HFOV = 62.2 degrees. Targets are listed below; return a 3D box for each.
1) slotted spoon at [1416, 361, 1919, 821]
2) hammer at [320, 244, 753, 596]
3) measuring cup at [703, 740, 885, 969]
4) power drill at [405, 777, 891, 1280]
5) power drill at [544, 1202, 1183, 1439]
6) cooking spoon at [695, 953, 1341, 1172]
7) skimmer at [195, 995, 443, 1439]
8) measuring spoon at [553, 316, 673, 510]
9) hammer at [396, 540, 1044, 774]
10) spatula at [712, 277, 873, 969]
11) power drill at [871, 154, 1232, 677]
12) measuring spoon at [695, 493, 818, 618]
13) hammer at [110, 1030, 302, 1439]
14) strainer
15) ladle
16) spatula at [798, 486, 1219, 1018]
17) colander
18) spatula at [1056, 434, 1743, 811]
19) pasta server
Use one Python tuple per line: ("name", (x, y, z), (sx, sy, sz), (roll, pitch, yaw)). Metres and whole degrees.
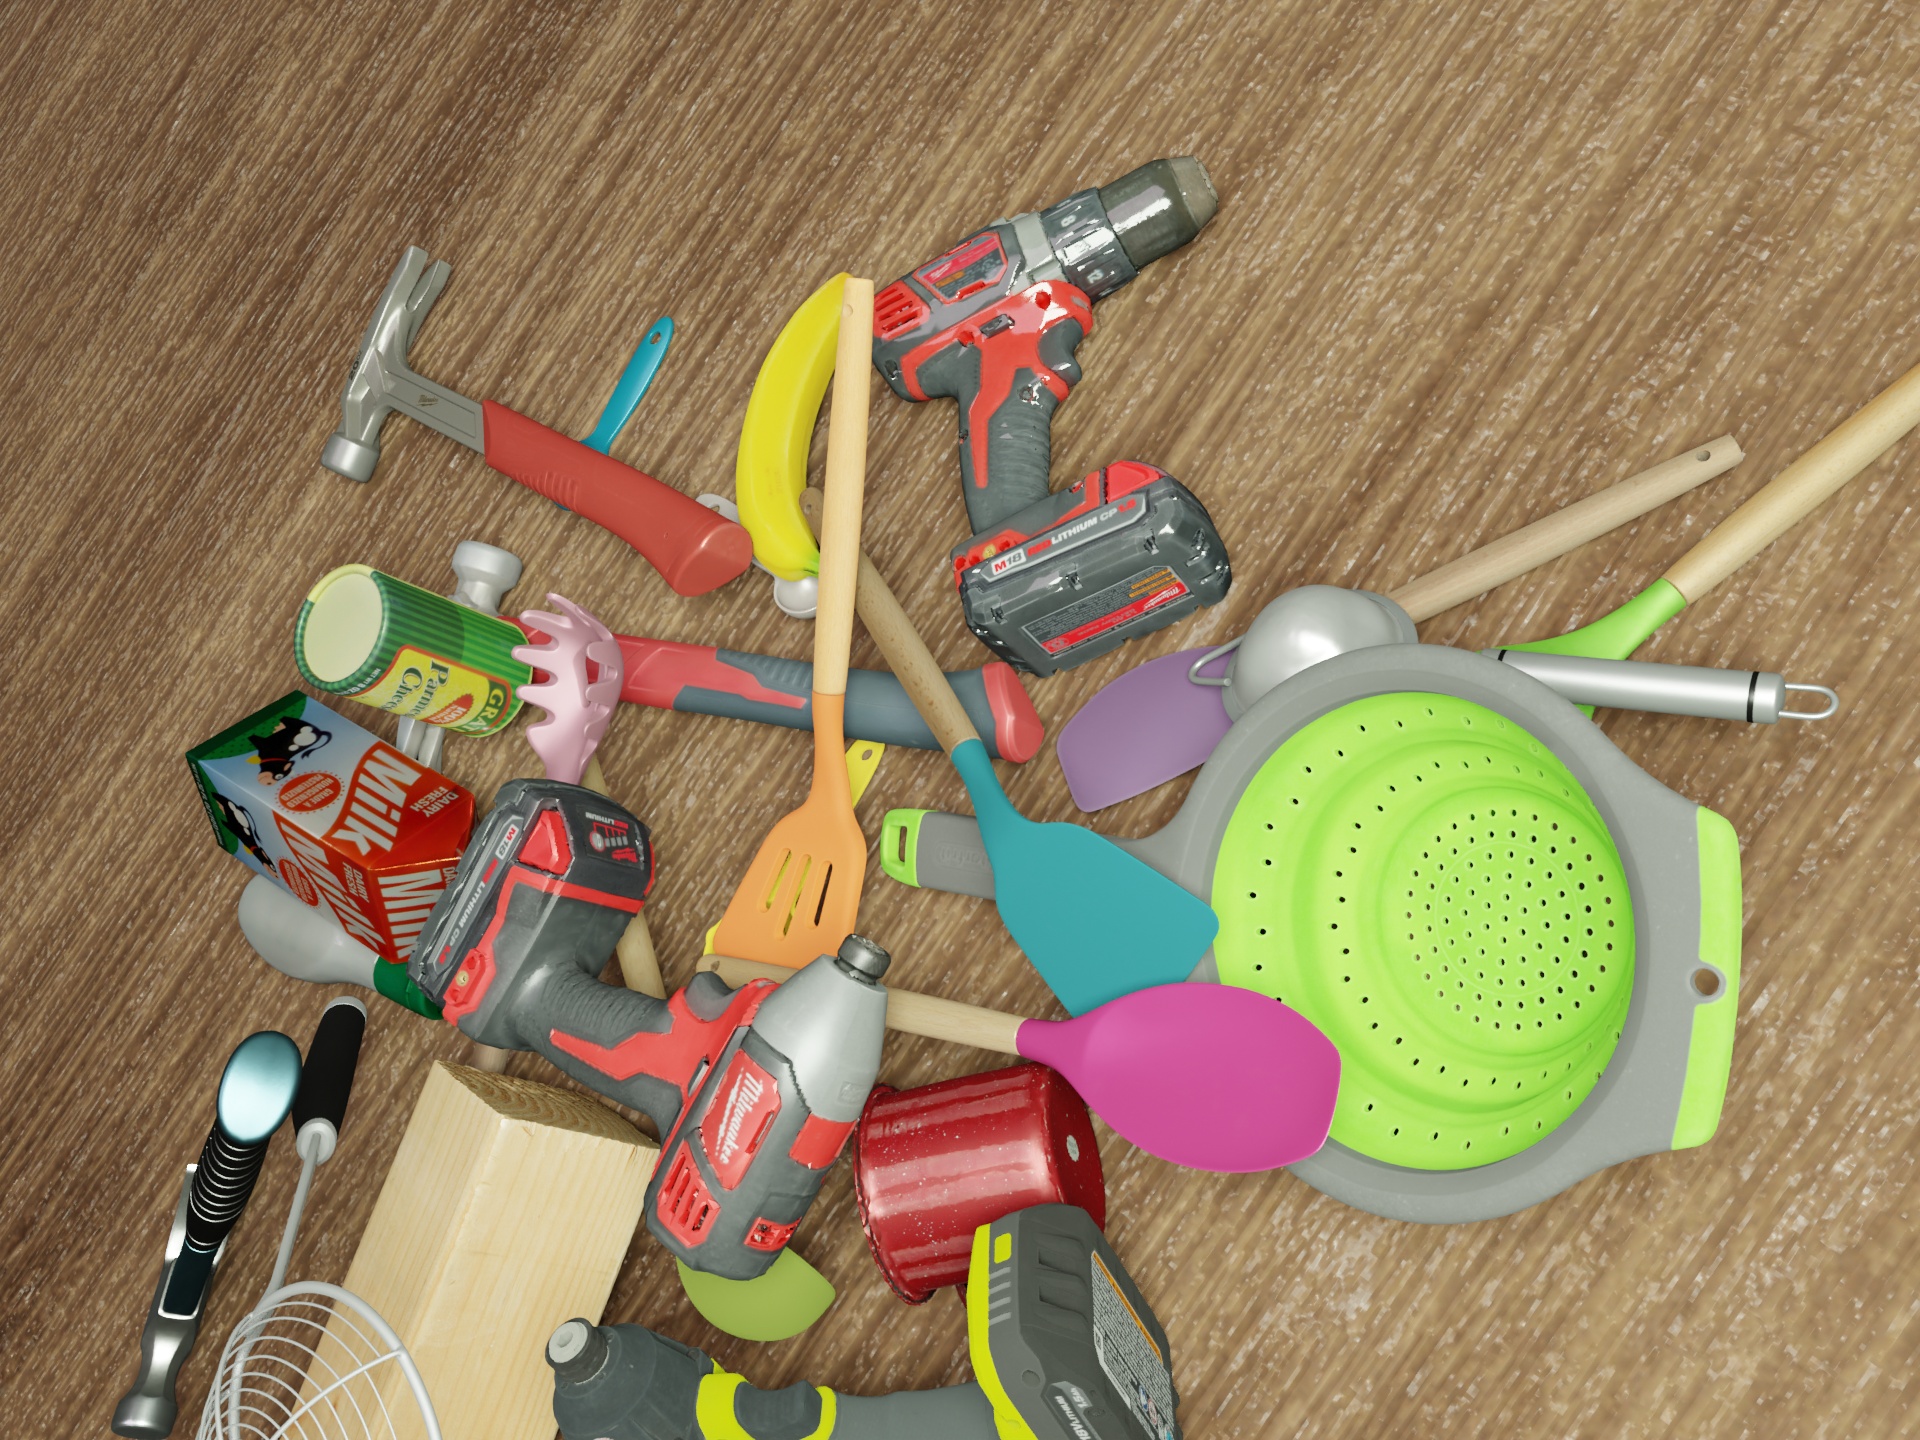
("slotted spoon", (0.306, -0.070, 0.640), (0.314, 0.031, 0.070), (-40, 58, 8))
("hammer", (-0.241, -0.161, 0.901), (0.359, 0.036, 0.149), (28, 94, 36))
("measuring cup", (-0.071, 0.075, 0.783), (0.062, 0.029, 0.156), (16, 70, 36))
("power drill", (-0.128, 0.118, 0.682), (0.220, 0.078, 0.143), (30, 92, 33))
("power drill", (-0.039, 0.271, 0.624), (0.223, 0.171, 0.080), (-19, 33, 15))
("cooking spoon", (0.006, 0.126, 0.658), (0.319, 0.017, 0.069), (4, 69, 36))
("skimmer", (-0.263, 0.227, 0.701), (0.364, 0.090, 0.127), (-125, 53, -66))
("measuring spoon", (-0.206, -0.182, 0.923), (0.042, 0.021, 0.128), (30, 90, 30))
("hammer", (-0.138, -0.006, 0.822), (0.386, 0.038, 0.143), (9, 80, 30))
("spatula", (-0.064, -0.036, 0.725), (0.081, 0.041, 0.322), (14, 105, 34))
("power drill", (0.059, -0.155, 0.760), (0.188, 0.080, 0.227), (-24, 62, 17))
("measuring spoon", (-0.106, -0.089, 0.854), (0.034, 0.018, 0.124), (-41, 53, -11))
("hammer", (-0.356, 0.236, 0.757), (0.331, 0.033, 0.128), (-51, 30, 44))
("strainer", (0.204, -0.022, 0.634), (0.258, 0.050, 0.087), (8, 55, 32))
("ladle", (-0.135, 0.135, 0.757), (0.062, 0.078, 0.320), (-15, 65, -15))
("spatula", (-0.001, -0.002, 0.706), (0.082, 0.044, 0.318), (-56, 48, 29))
("colander", (0.126, 0.071, 0.655), (0.397, 0.094, 0.204), (5, 91, 45))
("spatula", (0.182, -0.046, 0.697), (0.316, 0.018, 0.060), (-26, 60, 17))
("pasta server", (-0.220, 0.092, 0.789), (0.060, 0.040, 0.316), (25, 103, 35))
